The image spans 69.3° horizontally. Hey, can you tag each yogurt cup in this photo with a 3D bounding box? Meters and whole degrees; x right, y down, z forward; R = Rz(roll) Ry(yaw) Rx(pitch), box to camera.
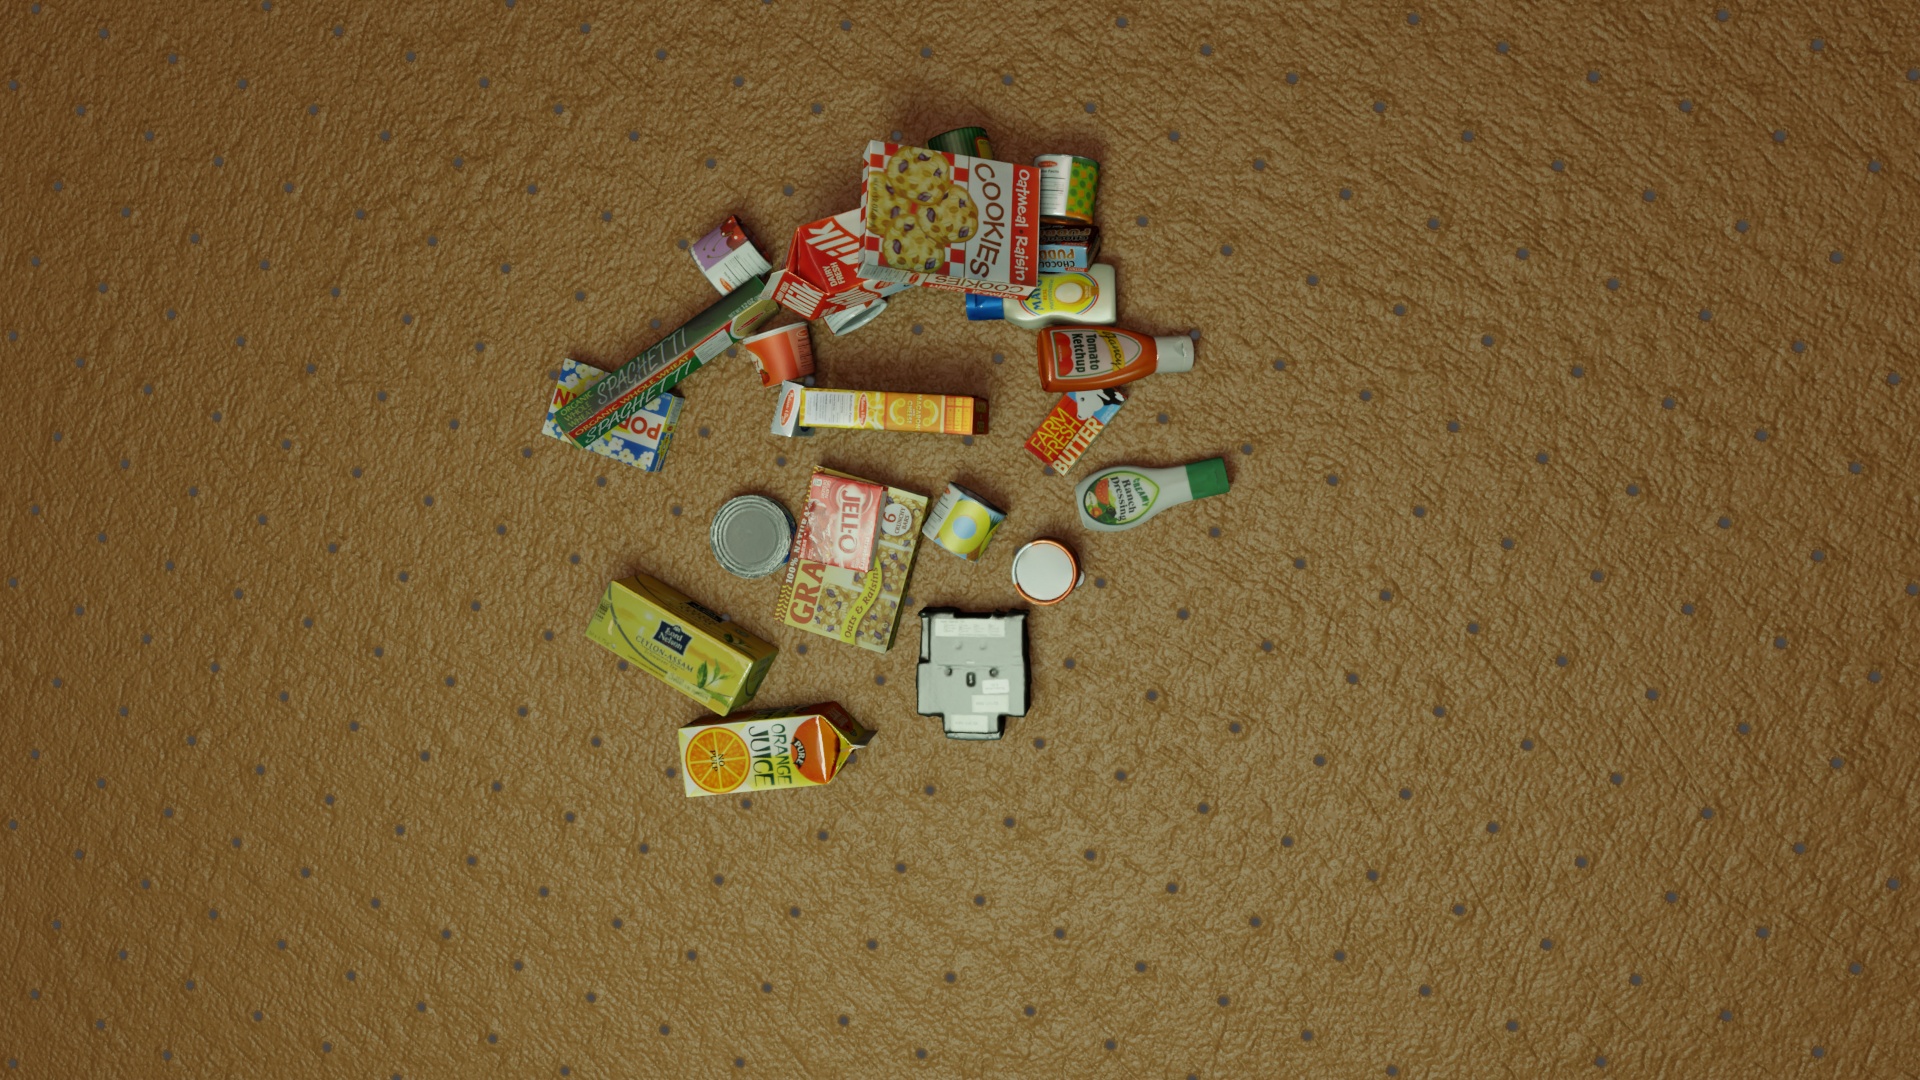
[{"bbox_3d":[-0.181,-0.188,1.409,0.072,0.072,0.054,-16,99,9],"label":"yogurt cup"}]

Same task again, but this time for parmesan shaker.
[{"bbox_3d":[0.007,-0.348,1.370,0.071,0.071,0.103,-14,91,9],"label":"parmesan shaker"}]

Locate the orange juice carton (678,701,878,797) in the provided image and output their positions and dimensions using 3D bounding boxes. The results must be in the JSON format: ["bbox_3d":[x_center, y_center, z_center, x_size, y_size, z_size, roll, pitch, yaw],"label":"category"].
[{"bbox_3d":[-0.183,0.211,1.422,0.193,0.072,0.073,-7,92,9],"label":"orange juice carton"}]

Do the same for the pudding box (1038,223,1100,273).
[{"bbox_3d":[0.091,-0.287,1.362,0.084,0.050,0.030,7,131,19],"label":"pudding box"}]

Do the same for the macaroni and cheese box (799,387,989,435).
[{"bbox_3d":[-0.062,-0.126,1.363,0.166,0.124,0.040,3,95,8],"label":"macaroni and cheese box"}]

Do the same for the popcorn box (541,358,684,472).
[{"bbox_3d":[-0.362,-0.130,1.449,0.127,0.038,0.085,20,95,7],"label":"popcorn box"}]

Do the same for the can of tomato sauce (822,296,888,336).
[{"bbox_3d":[-0.120,-0.258,1.397,0.071,0.071,0.083,-31,89,9],"label":"can of tomato sauce"}]

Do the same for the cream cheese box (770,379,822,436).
[{"bbox_3d":[-0.162,-0.131,1.388,0.024,0.104,0.053,17,96,5],"label":"cream cheese box"}]

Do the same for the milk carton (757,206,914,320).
[{"bbox_3d":[-0.101,-0.270,1.330,0.191,0.072,0.073,-23,86,-22],"label":"milk carton"}]

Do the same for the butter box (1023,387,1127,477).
[{"bbox_3d":[0.115,-0.118,1.388,0.053,0.024,0.103,40,97,6],"label":"butter box"}]

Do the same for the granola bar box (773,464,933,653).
[{"bbox_3d":[-0.109,0.018,1.419,0.124,0.039,0.165,16,95,7],"label":"granola bar box"}]

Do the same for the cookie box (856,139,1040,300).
[{"bbox_3d":[-0.010,-0.298,1.303,0.168,0.040,0.123,5,78,-15],"label":"cookie box"}]

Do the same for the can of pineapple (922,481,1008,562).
[{"bbox_3d":[0.005,-0.017,1.388,0.071,0.071,0.058,32,97,6],"label":"can of pineapple"}]

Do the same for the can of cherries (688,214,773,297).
[{"bbox_3d":[-0.234,-0.290,1.411,0.058,0.071,0.071,-36,87,8],"label":"can of cherries"}]

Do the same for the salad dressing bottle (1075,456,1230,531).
[{"bbox_3d":[0.189,-0.050,1.371,0.147,0.044,0.064,-13,90,8],"label":"salad dressing bottle"}]

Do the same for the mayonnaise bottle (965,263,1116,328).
[{"bbox_3d":[0.080,-0.239,1.379,0.148,0.041,0.065,-2,86,7],"label":"mayonnaise bottle"}]

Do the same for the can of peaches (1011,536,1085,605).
[{"bbox_3d":[0.088,0.030,1.382,0.071,0.058,0.071,0,92,9],"label":"can of peaches"}]

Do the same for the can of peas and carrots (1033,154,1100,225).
[{"bbox_3d":[0.103,-0.342,1.362,0.071,0.071,0.058,7,94,8],"label":"can of peas and carrots"}]

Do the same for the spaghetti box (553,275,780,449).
[{"bbox_3d":[-0.295,-0.179,1.401,0.250,0.050,0.029,-36,76,-6],"label":"spaghetti box"}]

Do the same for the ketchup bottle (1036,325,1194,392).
[{"bbox_3d":[0.151,-0.179,1.356,0.149,0.043,0.065,-4,78,-8],"label":"ketchup bottle"}]
